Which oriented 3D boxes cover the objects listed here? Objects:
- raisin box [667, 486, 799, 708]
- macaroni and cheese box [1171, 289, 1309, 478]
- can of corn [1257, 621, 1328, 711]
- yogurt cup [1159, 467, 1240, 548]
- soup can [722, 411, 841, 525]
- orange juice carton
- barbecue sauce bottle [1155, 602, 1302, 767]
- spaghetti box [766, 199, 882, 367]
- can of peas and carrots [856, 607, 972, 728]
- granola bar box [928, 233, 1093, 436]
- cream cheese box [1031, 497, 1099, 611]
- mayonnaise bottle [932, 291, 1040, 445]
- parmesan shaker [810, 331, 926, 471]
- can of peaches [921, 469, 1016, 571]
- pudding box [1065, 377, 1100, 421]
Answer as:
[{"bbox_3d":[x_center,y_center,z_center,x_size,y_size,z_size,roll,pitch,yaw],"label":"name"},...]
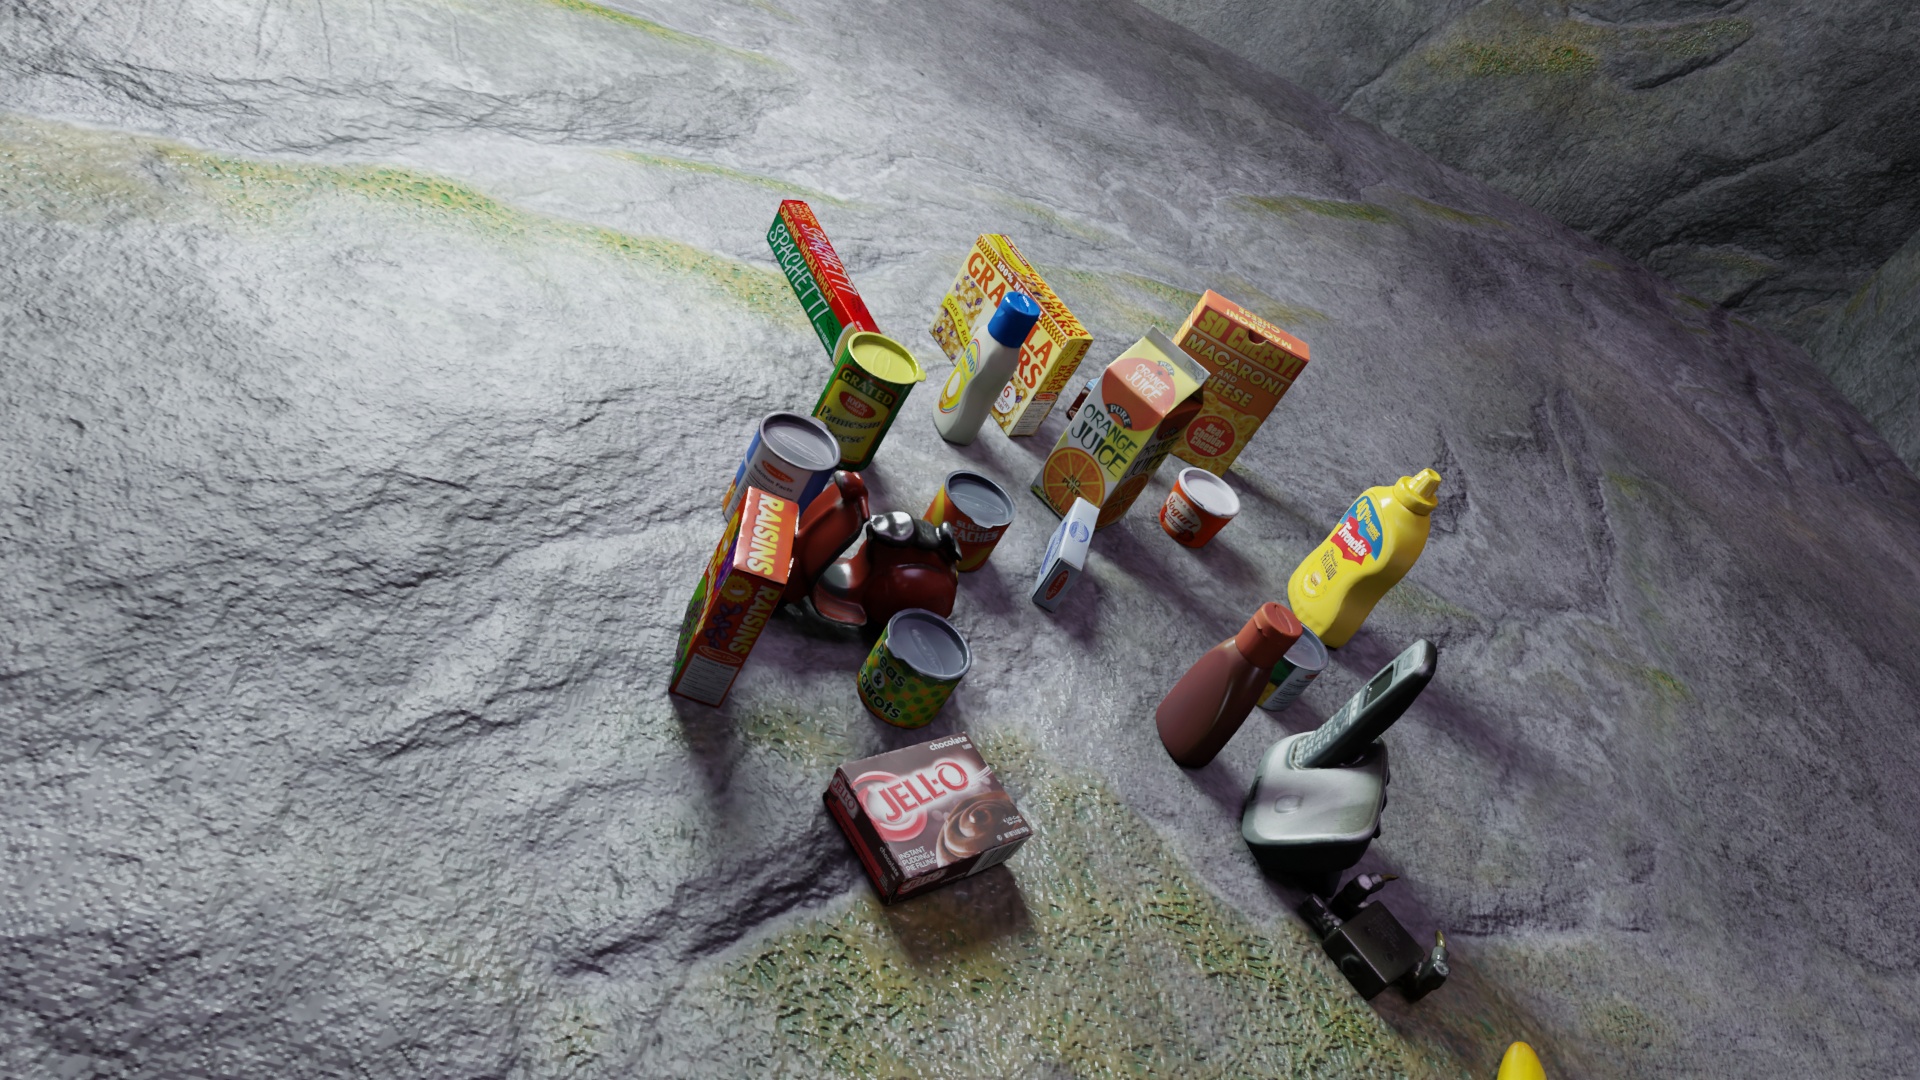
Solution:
[{"bbox_3d":[-0.149,0.038,0.918,0.040,0.122,0.086,21,36,-16],"label":"raisin box"},{"bbox_3d":[0.264,-0.159,1.442,0.124,0.165,0.040,27,35,-7],"label":"macaroni and cheese box"},{"bbox_3d":[0.278,0.105,1.222,0.071,0.058,0.071,21,36,-16],"label":"can of corn"},{"bbox_3d":[0.231,-0.030,1.356,0.072,0.053,0.073,21,36,-16],"label":"yogurt cup"},{"bbox_3d":[-0.137,-0.048,1.068,0.071,0.083,0.072,21,36,-16],"label":"soup can"},{"bbox_3d":[0.150,-0.099,1.257,0.072,0.191,0.073,46,37,19],"label":"orange juice carton"},{"bbox_3d":[0.210,0.110,1.084,0.044,0.147,0.065,12,39,-27],"label":"barbecue sauce bottle"},{"bbox_3d":[-0.129,-0.239,1.339,0.029,0.050,0.251,2,44,-36],"label":"spaghetti box"},{"bbox_3d":[-0.035,0.093,0.995,0.071,0.058,0.071,21,36,-16],"label":"can of peas and carrots"},{"bbox_3d":[0.047,-0.202,1.365,0.039,0.123,0.166,-4,48,-41],"label":"granola bar box"},{"bbox_3d":[0.091,0.011,1.198,0.024,0.053,0.104,30,35,-4],"label":"cream cheese box"},{"bbox_3d":[0.023,-0.160,1.273,0.041,0.147,0.065,14,39,-25],"label":"mayonnaise bottle"},{"bbox_3d":[-0.082,-0.115,1.176,0.071,0.102,0.072,21,36,-16],"label":"parmesan shaker"},{"bbox_3d":[0.004,-0.015,1.159,0.071,0.057,0.071,21,36,-16],"label":"can of peaches"},{"bbox_3d":[0.154,-0.122,1.413,0.084,0.049,0.030,44,36,17],"label":"pudding box"}]
